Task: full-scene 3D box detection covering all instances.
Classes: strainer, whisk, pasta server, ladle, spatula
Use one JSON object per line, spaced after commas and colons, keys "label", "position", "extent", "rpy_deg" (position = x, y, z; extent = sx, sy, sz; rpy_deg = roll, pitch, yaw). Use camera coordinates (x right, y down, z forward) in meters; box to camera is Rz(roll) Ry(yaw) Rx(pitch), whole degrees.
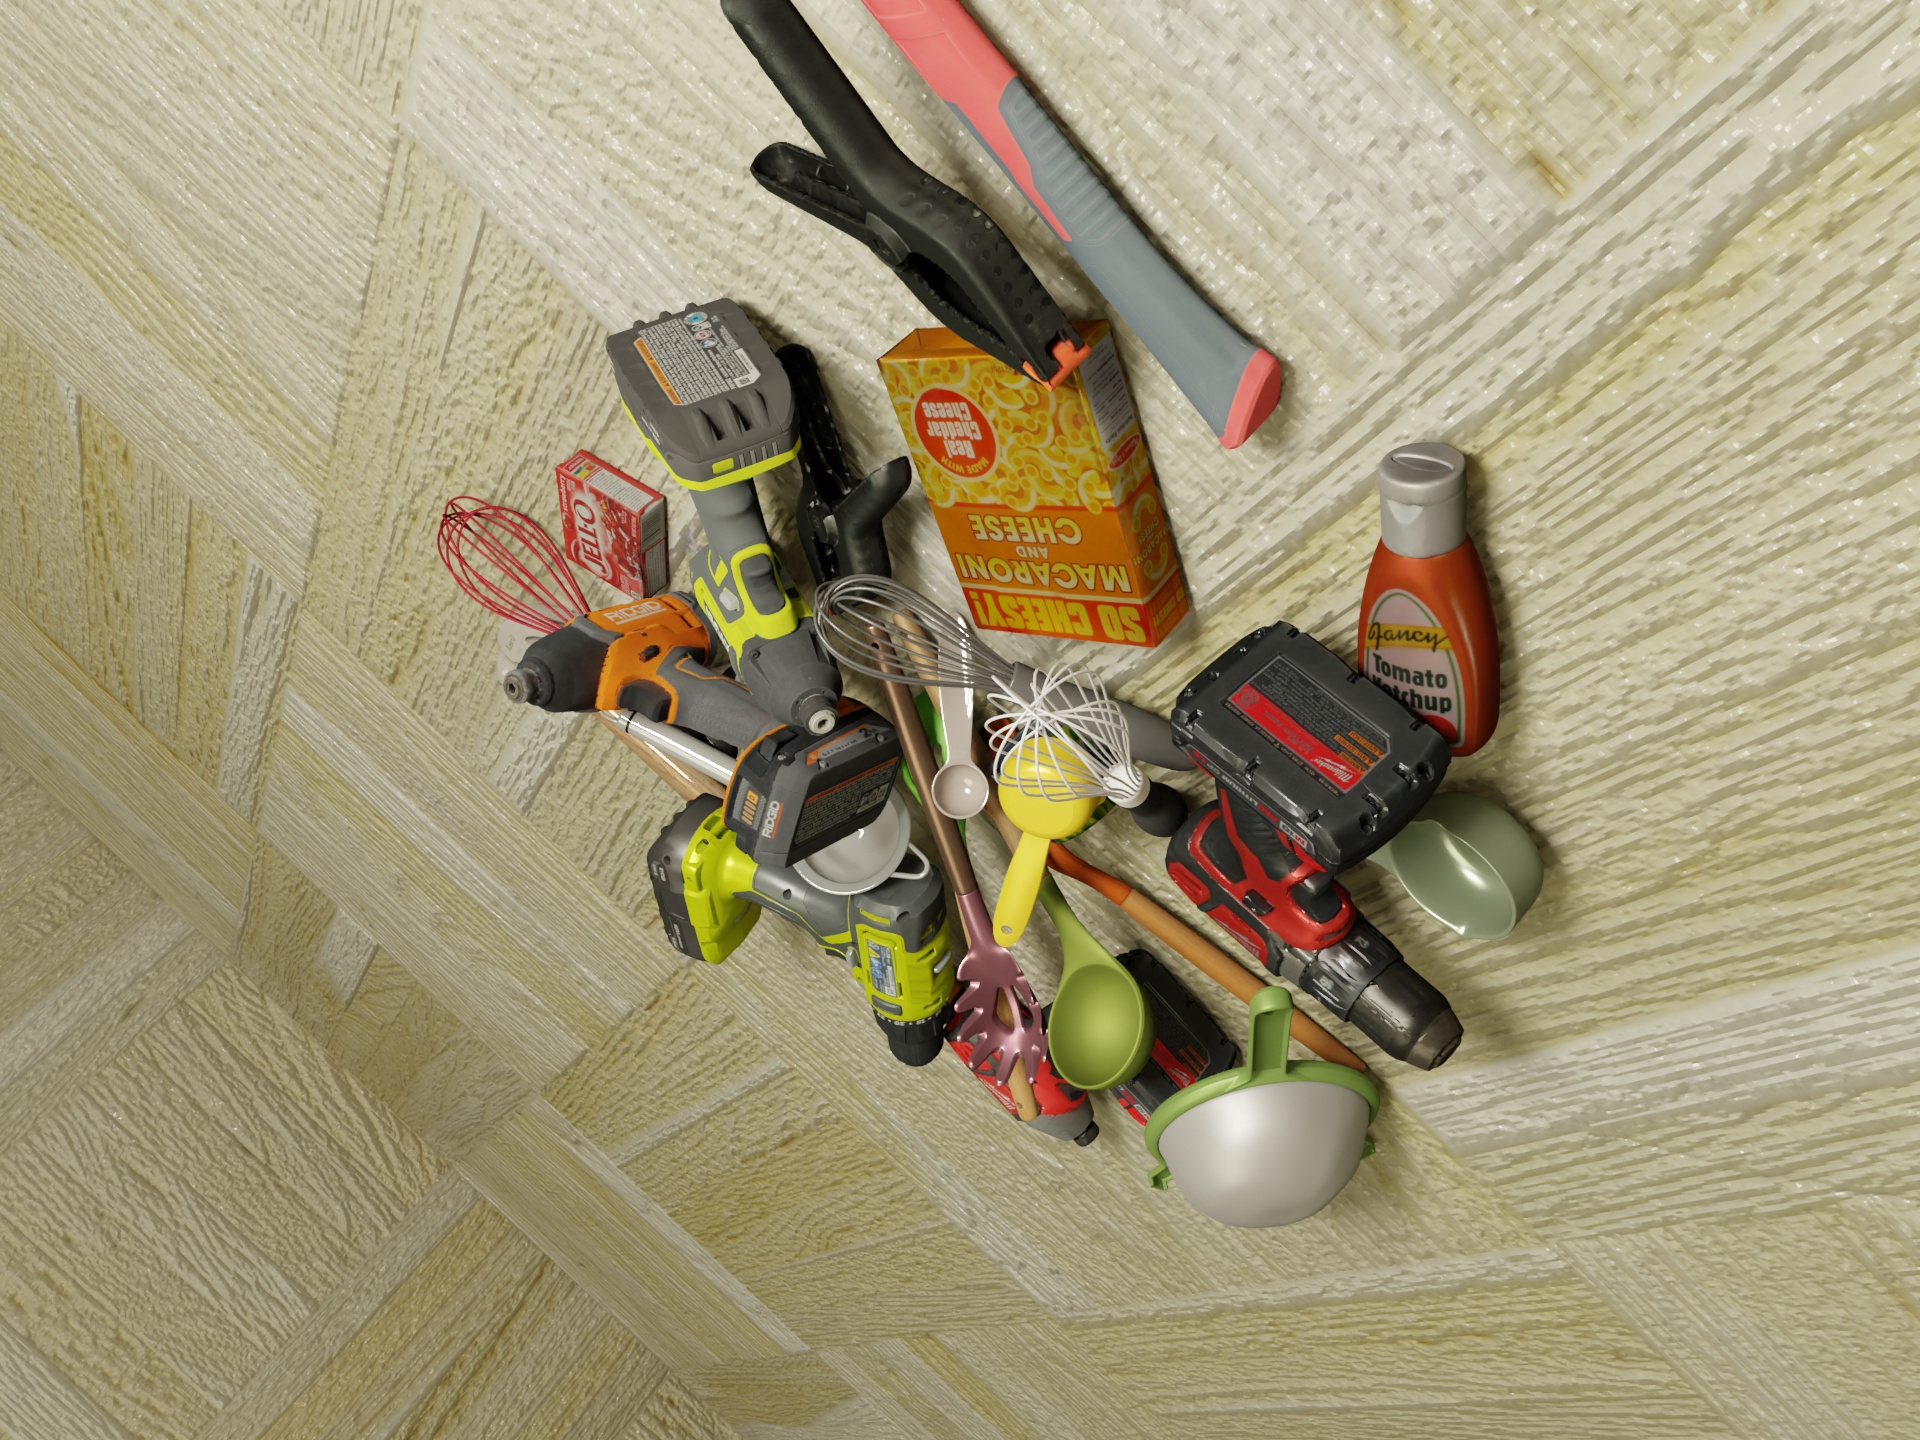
{"label": "strainer", "position": [0.188, 0.245, 0.953], "extent": [0.151, 0.069, 0.256], "rpy_deg": [-9, 143, 2]}
{"label": "whisk", "position": [0.077, 0.026, 0.826], "extent": [0.070, 0.070, 0.284], "rpy_deg": [24, 176, 24]}
{"label": "pasta server", "position": [-0.007, 0.086, 1.001], "extent": [0.060, 0.040, 0.316], "rpy_deg": [-10, 109, 25]}
{"label": "whisk", "position": [-0.270, -0.063, 1.141], "extent": [0.296, 0.073, 0.073], "rpy_deg": [40, 146, 12]}
{"label": "strainer", "position": [-0.134, 0.045, 1.080], "extent": [0.258, 0.087, 0.050], "rpy_deg": [27, 170, 8]}
{"label": "ladle", "position": [0.030, 0.078, 0.975], "extent": [0.078, 0.062, 0.320], "rpy_deg": [-24, 95, 40]}
{"label": "whisk", "position": [0.029, -0.021, 0.877], "extent": [0.239, 0.055, 0.055], "rpy_deg": [22, 147, -11]}
{"label": "spatula", "position": [0.128, 0.120, 1.009], "extent": [0.322, 0.041, 0.081], "rpy_deg": [37, 144, 0]}

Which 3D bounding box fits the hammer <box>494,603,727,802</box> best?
{"label": "hammer", "position": [-0.232, 0.029, 1.252], "extent": [0.331, 0.031, 0.130], "rpy_deg": [41, 146, 1]}

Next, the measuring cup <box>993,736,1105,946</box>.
{"label": "measuring cup", "position": [0.038, 0.080, 0.916], "extent": [0.062, 0.029, 0.156], "rpy_deg": [21, 124, 10]}

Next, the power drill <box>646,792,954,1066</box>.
{"label": "power drill", "position": [-0.107, 0.156, 1.167], "extent": [0.229, 0.080, 0.190], "rpy_deg": [18, 135, 24]}

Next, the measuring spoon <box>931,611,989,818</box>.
{"label": "measuring spoon", "position": [-0.002, -0.003, 0.956], "extent": [0.034, 0.124, 0.018], "rpy_deg": [-2, 178, 1]}

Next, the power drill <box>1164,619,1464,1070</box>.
{"label": "power drill", "position": [0.185, 0.075, 0.806], "extent": [0.188, 0.080, 0.226], "rpy_deg": [42, 161, 28]}

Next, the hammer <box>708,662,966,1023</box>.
{"label": "hammer", "position": [-0.102, 0.100, 1.198], "extent": [0.127, 0.034, 0.336], "rpy_deg": [-11, 120, 48]}

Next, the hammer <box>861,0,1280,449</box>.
{"label": "hammer", "position": [0.000, -0.270, 0.700], "extent": [0.386, 0.038, 0.143], "rpy_deg": [49, 146, -10]}

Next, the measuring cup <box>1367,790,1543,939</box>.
{"label": "measuring cup", "position": [0.232, 0.059, 0.840], "extent": [0.168, 0.038, 0.083], "rpy_deg": [24, 146, 51]}

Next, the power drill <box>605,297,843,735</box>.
{"label": "power drill", "position": [-0.123, -0.108, 0.906], "extent": [0.223, 0.080, 0.171], "rpy_deg": [80, 162, -44]}

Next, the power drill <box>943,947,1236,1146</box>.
{"label": "power drill", "position": [0.088, 0.245, 1.137], "extent": [0.143, 0.078, 0.219], "rpy_deg": [48, 148, -7]}

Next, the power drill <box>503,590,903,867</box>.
{"label": "power drill", "position": [-0.168, -0.001, 1.007], "extent": [0.227, 0.164, 0.084], "rpy_deg": [31, 120, 23]}

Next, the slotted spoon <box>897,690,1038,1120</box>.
{"label": "slotted spoon", "position": [0.011, 0.131, 1.054], "extent": [0.070, 0.031, 0.313], "rpy_deg": [2, 114, 43]}
